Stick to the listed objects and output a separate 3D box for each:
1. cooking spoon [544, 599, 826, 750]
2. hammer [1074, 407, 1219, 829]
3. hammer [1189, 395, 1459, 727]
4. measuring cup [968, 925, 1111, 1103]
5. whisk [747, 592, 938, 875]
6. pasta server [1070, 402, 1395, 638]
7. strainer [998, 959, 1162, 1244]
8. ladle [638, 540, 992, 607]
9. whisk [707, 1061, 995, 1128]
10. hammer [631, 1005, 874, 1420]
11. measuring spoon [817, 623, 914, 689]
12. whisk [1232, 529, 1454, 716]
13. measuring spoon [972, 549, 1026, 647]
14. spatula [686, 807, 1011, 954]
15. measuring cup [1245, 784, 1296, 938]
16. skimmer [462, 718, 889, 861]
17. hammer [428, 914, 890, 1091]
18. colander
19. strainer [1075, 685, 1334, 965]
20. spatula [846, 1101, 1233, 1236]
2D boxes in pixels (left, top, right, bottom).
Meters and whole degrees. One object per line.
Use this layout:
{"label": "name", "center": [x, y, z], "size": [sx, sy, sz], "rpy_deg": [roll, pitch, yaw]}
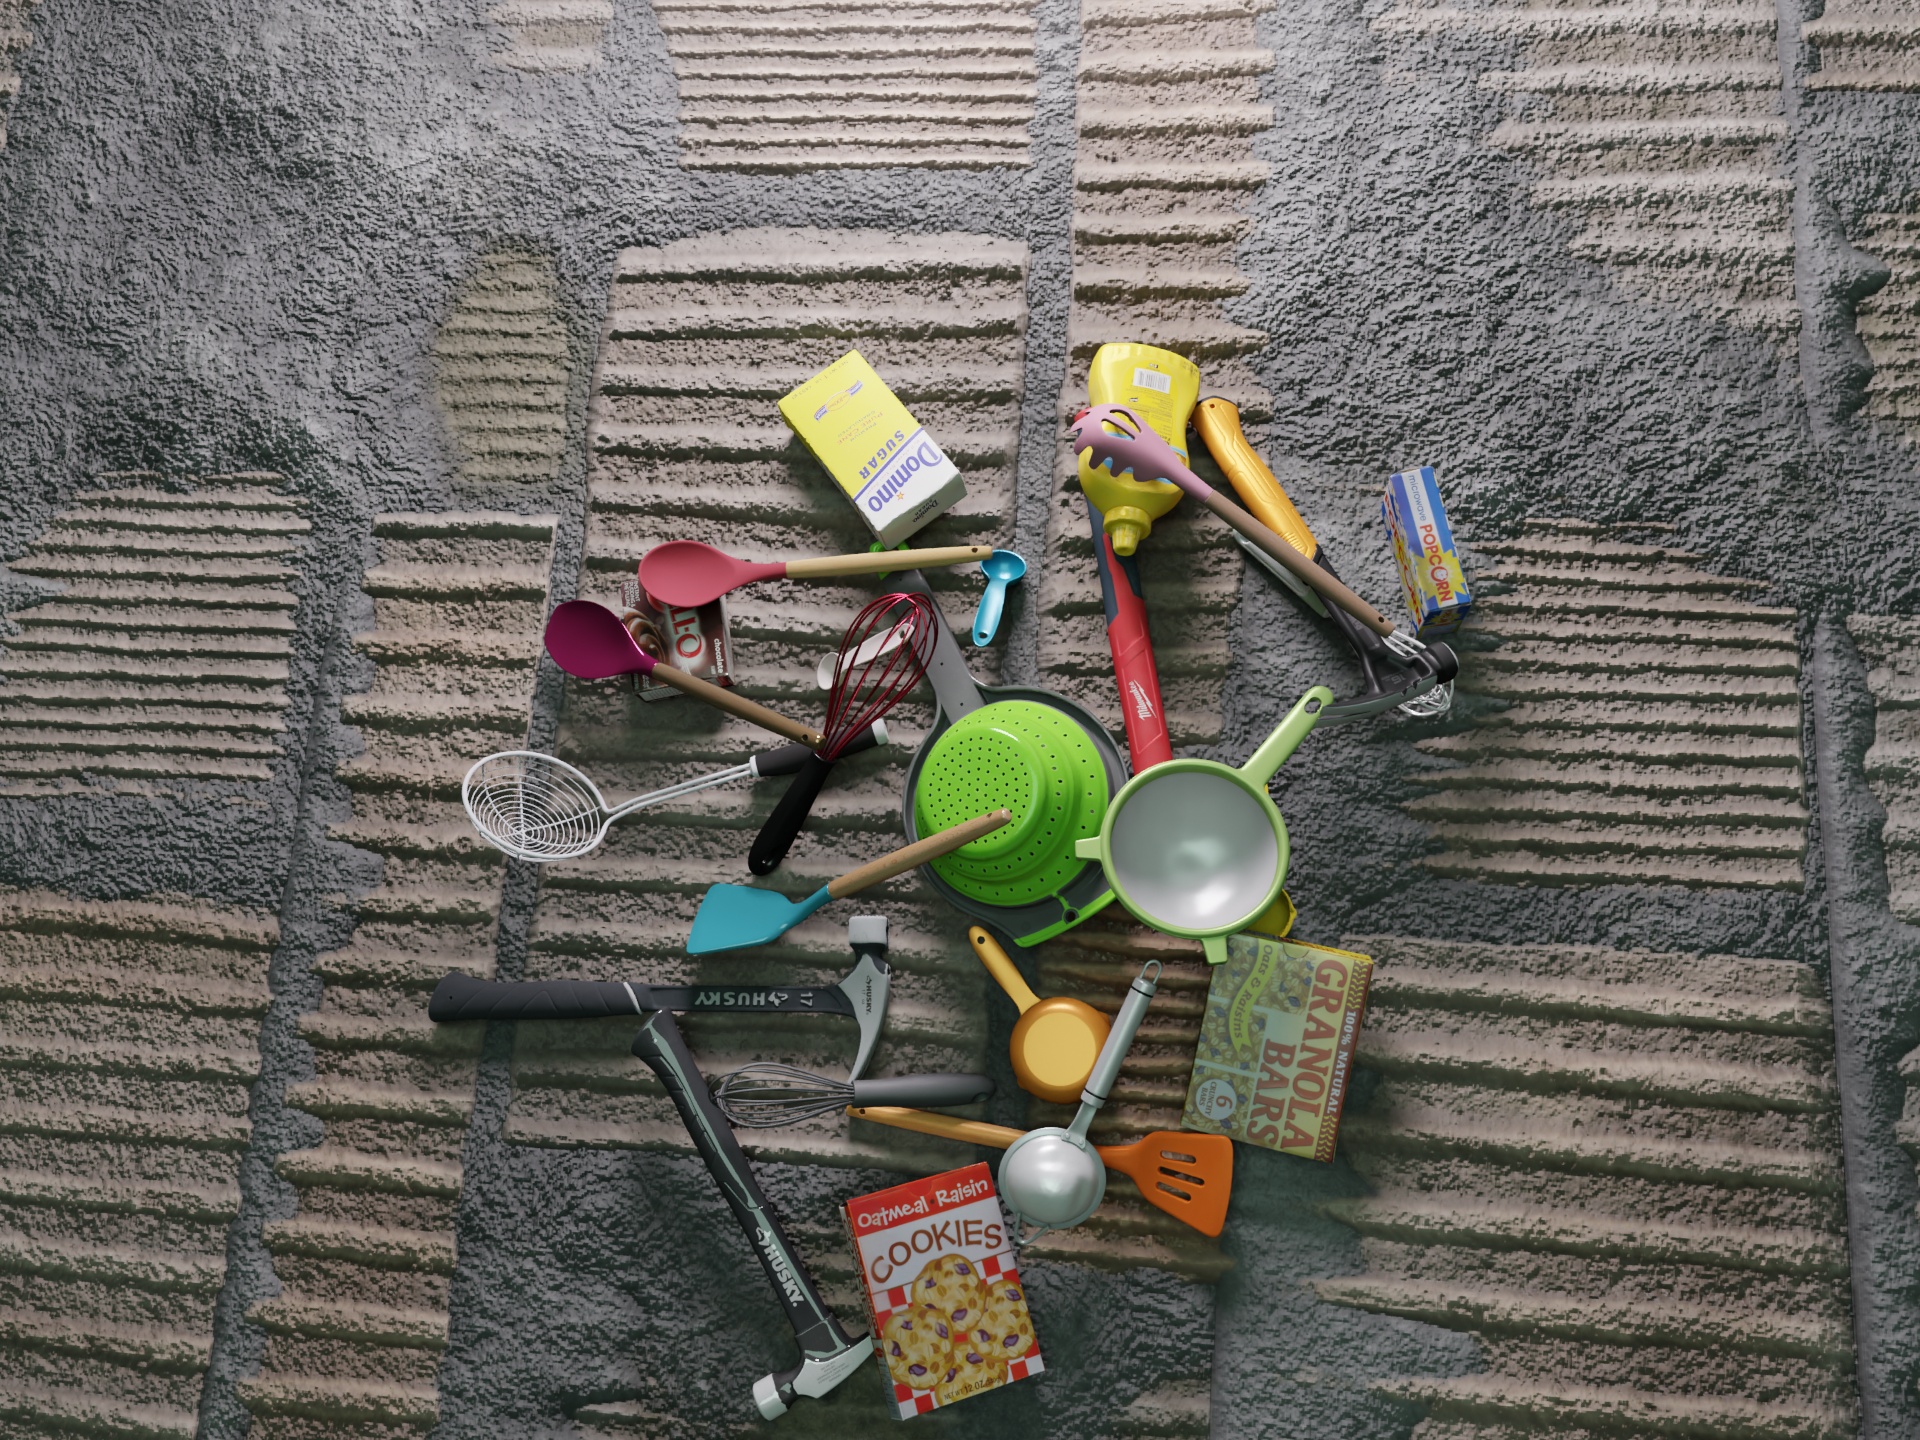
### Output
{"label": "cooking spoon", "center": [-0.246, -0.035, 1.390], "size": [0.319, 0.017, 0.069], "rpy_deg": [23, 92, 27]}
{"label": "hammer", "center": [0.130, -0.090, 1.400], "size": [0.143, 0.038, 0.386], "rpy_deg": [-10, 76, 7]}
{"label": "hammer", "center": [0.281, -0.148, 1.361], "size": [0.127, 0.034, 0.337], "rpy_deg": [-22, 63, -12]}
{"label": "measuring cup", "center": [0.059, 0.240, 1.323], "size": [0.095, 0.052, 0.174], "rpy_deg": [-37, 77, -2]}
{"label": "whisk", "center": [-0.107, 0.014, 1.356], "size": [0.073, 0.073, 0.295], "rpy_deg": [36, 108, 14]}
{"label": "pasta server", "center": [0.226, -0.165, 1.317], "size": [0.316, 0.040, 0.060], "rpy_deg": [38, 72, 7]}
{"label": "strainer", "center": [0.101, 0.308, 1.265], "size": [0.087, 0.050, 0.258], "rpy_deg": [24, 91, -1]}
{"label": "ladle", "center": [-0.128, -0.137, 1.413], "size": [0.315, 0.031, 0.069], "rpy_deg": [-4, 66, 6]}
{"label": "whisk", "center": [-0.086, 0.303, 1.301], "size": [0.239, 0.055, 0.055], "rpy_deg": [1, 76, -15]}
{"label": "hammer", "center": [-0.174, 0.389, 1.312], "size": [0.146, 0.035, 0.335], "rpy_deg": [-30, 82, 0]}
{"label": "measuring spoon", "center": [-0.081, -0.057, 1.401], "size": [0.124, 0.018, 0.034], "rpy_deg": [-24, 61, 39]}
{"label": "whisk", "center": [0.327, -0.092, 1.371], "size": [0.246, 0.059, 0.057], "rpy_deg": [45, 126, 19]}
{"label": "measuring spoon", "center": [0.029, -0.102, 1.399], "size": [0.042, 0.021, 0.129], "rpy_deg": [12, 47, 5]}
{"label": "spatula", "center": [-0.093, 0.127, 1.313], "size": [0.317, 0.044, 0.082], "rpy_deg": [-26, 30, 29]}
{"label": "measuring cup", "center": [0.250, 0.115, 1.342], "size": [0.062, 0.029, 0.157], "rpy_deg": [-1, 74, 8]}
{"label": "skimmer", "center": [-0.246, 0.039, 1.393], "size": [0.363, 0.090, 0.127], "rpy_deg": [-16, 44, 1]}
{"label": "hammer", "center": [-0.263, 0.246, 1.376], "size": [0.409, 0.036, 0.149], "rpy_deg": [-2, 78, 8]}
{"label": "colander", "center": [-0.002, -0.004, 1.352], "size": [0.204, 0.094, 0.397], "rpy_deg": [-32, 69, 14]}
{"label": "strainer", "center": [0.221, 0.075, 1.306], "size": [0.151, 0.069, 0.256], "rpy_deg": [38, 72, 17]}
{"label": "spatula", "center": [0.060, 0.349, 1.304], "size": [0.322, 0.041, 0.081], "rpy_deg": [8, 90, 11]}
